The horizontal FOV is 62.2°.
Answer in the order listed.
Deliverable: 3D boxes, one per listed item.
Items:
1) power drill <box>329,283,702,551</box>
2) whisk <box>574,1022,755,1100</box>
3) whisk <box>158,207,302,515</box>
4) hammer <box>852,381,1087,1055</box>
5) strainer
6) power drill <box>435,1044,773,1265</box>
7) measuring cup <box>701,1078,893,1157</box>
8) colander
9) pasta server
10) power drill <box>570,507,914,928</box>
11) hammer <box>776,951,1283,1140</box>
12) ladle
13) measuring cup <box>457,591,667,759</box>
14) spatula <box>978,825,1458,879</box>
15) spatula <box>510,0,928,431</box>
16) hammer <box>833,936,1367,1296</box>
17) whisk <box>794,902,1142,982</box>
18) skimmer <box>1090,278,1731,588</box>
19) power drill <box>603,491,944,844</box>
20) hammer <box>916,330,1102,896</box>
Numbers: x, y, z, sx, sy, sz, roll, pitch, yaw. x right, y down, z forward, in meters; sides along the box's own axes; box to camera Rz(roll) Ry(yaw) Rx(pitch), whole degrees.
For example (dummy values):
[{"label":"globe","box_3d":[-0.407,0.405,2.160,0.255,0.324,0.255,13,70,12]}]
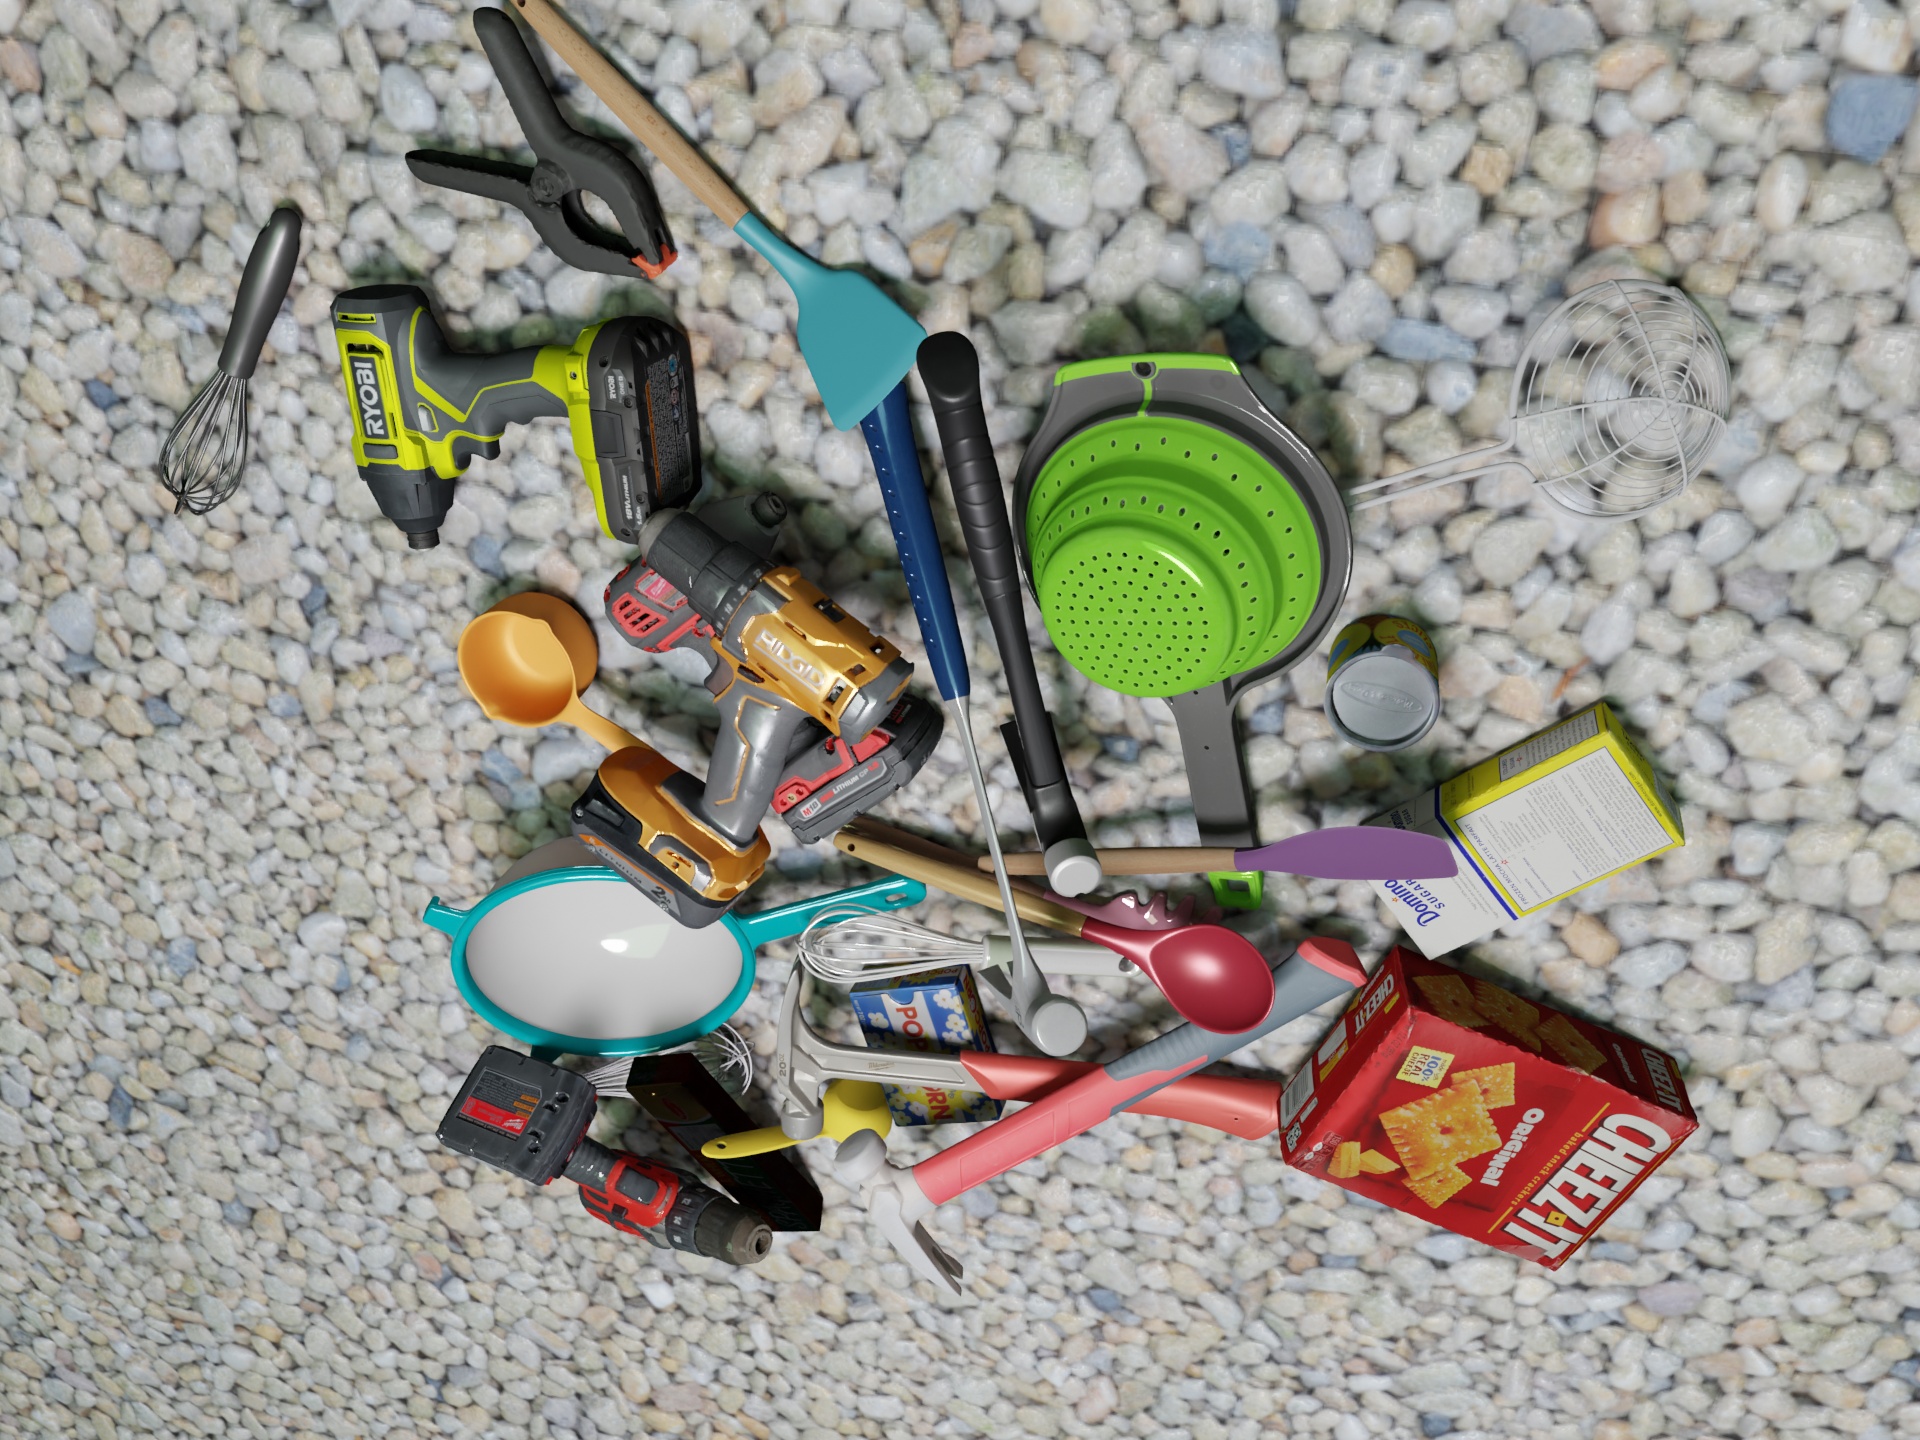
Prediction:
[{"label":"power drill","box_3d":[-0.284,-0.184,1.013,0.223,0.080,0.171,7,118,17]},{"label":"whisk","box_3d":[-0.280,0.288,1.270,0.284,0.070,0.070,-16,112,28]},{"label":"whisk","box_3d":[-0.484,-0.234,1.058,0.055,0.055,0.239,33,117,-3]},{"label":"hammer","box_3d":[-0.002,-0.003,0.976,0.035,0.144,0.405,-15,93,-11]},{"label":"strainer","box_3d":[-0.192,0.131,1.145,0.340,0.095,0.210,-14,133,5]},{"label":"power drill","box_3d":[-0.260,0.341,1.200,0.188,0.080,0.226,6,148,38]},{"label":"measuring cup","box_3d":[-0.119,0.298,1.186,0.156,0.062,0.029,-4,121,-34]},{"label":"colander","box_3d":[0.129,-0.015,0.940,0.204,0.094,0.396,3,127,27]},{"label":"pasta server","box_3d":[0.032,0.110,1.097,0.316,0.060,0.040,21,150,8]},{"label":"power drill","box_3d":[-0.158,-0.004,0.988,0.185,0.084,0.226,38,115,4]},{"label":"hammer","box_3d":[0.049,0.247,1.130,0.359,0.037,0.149,5,115,2]},{"label":"ladle","box_3d":[0.057,0.130,1.057,0.315,0.031,0.069,18,101,16]},{"label":"measuring cup","box_3d":[-0.261,-0.021,1.104,0.173,0.052,0.095,35,120,-6]},{"label":"spatula","box_3d":[0.150,0.087,1.004,0.316,0.018,0.059,-4,141,30]},{"label":"spatula","box_3d":[-0.149,-0.310,0.925,0.317,0.044,0.082,44,118,-8]},{"label":"hammer","box_3d":[0.108,0.266,1.092,0.386,0.038,0.143,-31,108,14]},{"label":"whisk","box_3d":[0.009,0.159,1.093,0.246,0.059,0.057,4,103,-8]},{"label":"skimmer","box_3d":[0.244,-0.140,0.913,0.363,0.090,0.127,-15,110,33]},{"label":"power drill","box_3d":[-0.118,-0.040,1.042,0.143,0.078,0.219,-34,101,27]},{"label":"hammer","box_3d":[0.025,-0.064,0.913,0.035,0.146,0.334,-16,126,0]}]
